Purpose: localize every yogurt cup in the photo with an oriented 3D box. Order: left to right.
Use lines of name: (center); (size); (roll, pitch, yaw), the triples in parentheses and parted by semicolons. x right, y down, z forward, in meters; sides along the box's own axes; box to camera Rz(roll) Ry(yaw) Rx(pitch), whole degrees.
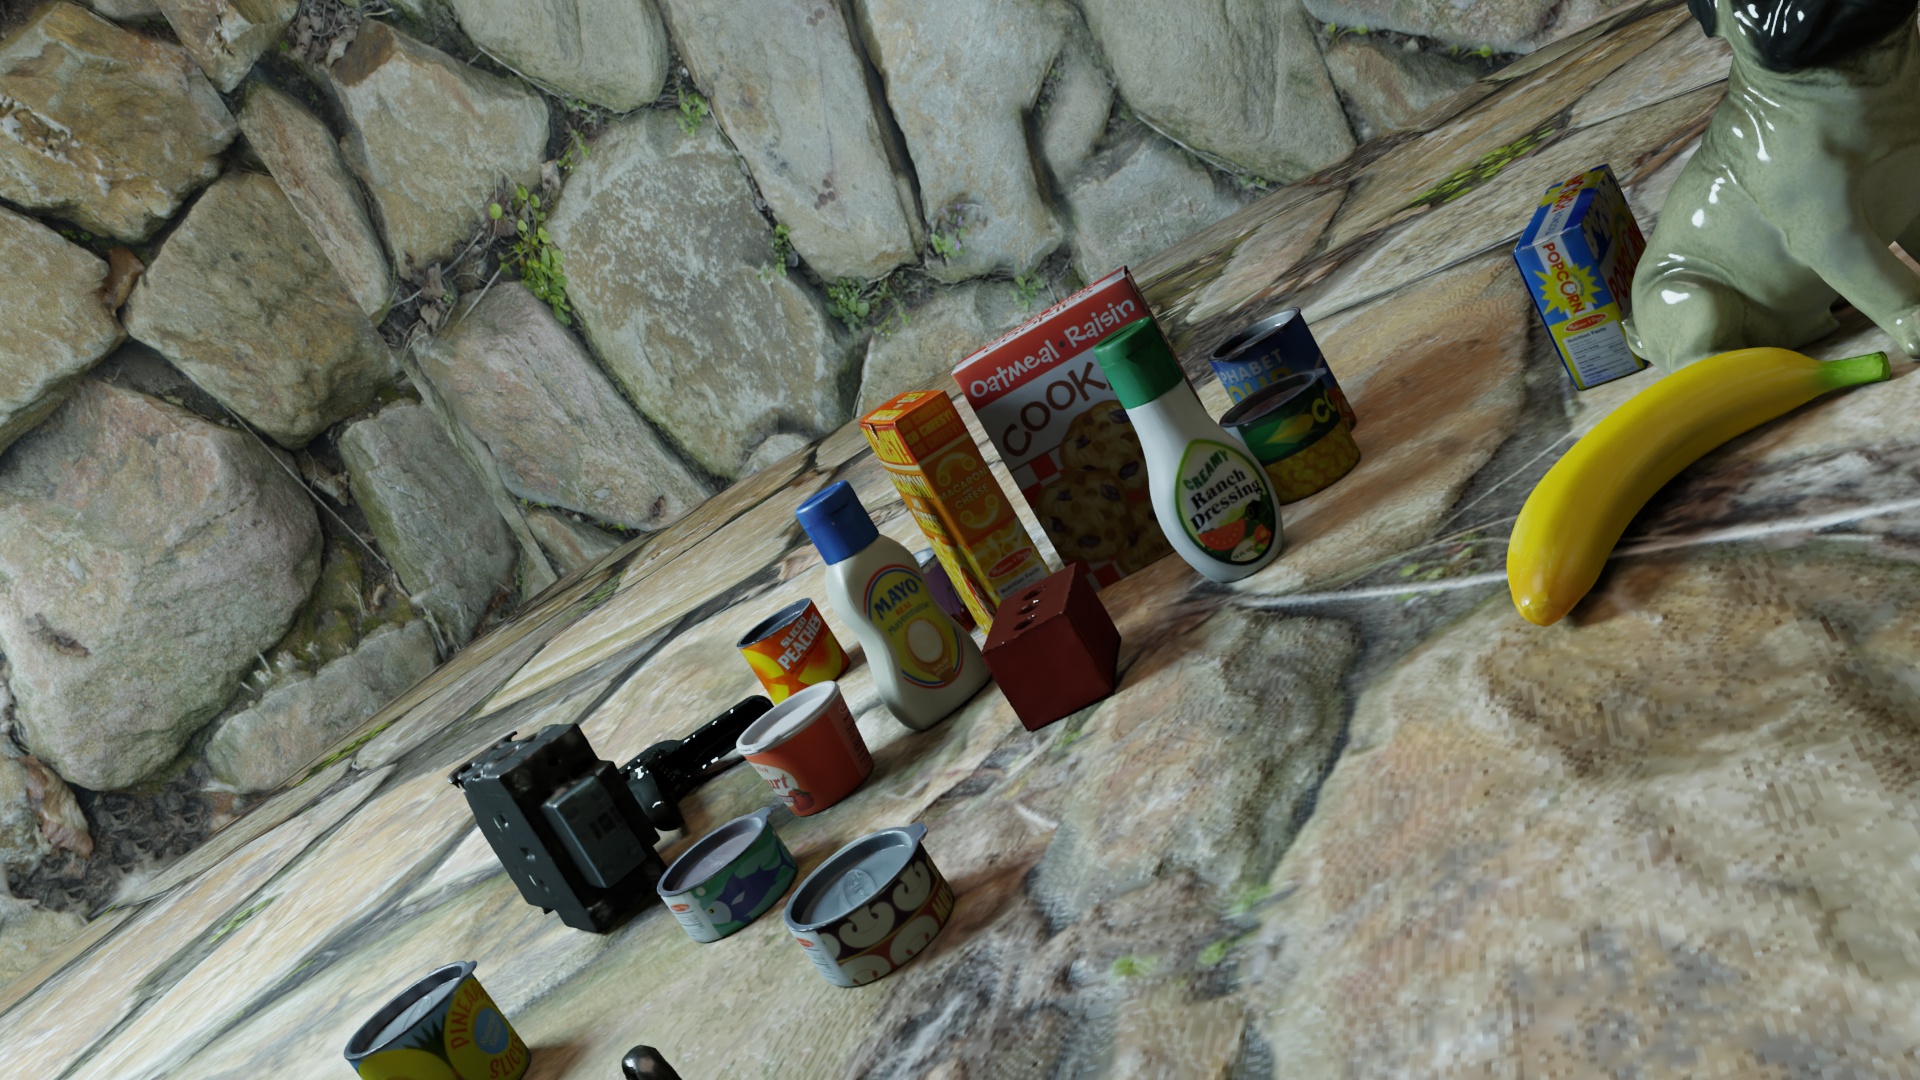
yogurt cup: (-0.087, 0.121, 0.801); (0.072, 0.054, 0.072); (-30, 11, 7)

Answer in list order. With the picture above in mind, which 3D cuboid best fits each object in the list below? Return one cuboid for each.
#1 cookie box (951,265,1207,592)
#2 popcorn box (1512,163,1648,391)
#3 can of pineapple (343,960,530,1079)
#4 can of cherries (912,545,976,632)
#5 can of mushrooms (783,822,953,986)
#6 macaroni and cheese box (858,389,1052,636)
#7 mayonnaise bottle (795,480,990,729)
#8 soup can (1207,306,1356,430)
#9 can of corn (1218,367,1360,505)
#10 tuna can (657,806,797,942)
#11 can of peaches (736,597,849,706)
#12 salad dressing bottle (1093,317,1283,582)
cookie box: (0.089, -0.066, 0.865); (0.123, 0.167, 0.040); (-28, 11, 14)
popcorn box: (0.345, -0.146, 0.758); (0.038, 0.085, 0.127); (-22, 14, 39)
can of pineapple: (-0.251, 0.248, 0.673); (0.071, 0.057, 0.071); (-30, 11, 7)
can of cherries: (-0.027, 0.044, 0.966); (0.071, 0.058, 0.071); (-30, 11, 7)
can of mushrooms: (-0.036, 0.153, 0.589); (0.071, 0.033, 0.071); (-30, 11, 7)
macaroni and cheese box: (0.003, -0.011, 0.850); (0.040, 0.166, 0.124); (-33, 11, -9)
mayonnaise bottle: (-0.044, 0.036, 0.818); (0.065, 0.148, 0.041); (-36, 12, -24)
soup can: (0.209, -0.098, 0.906); (0.071, 0.083, 0.071); (-30, 11, 7)
can of corn: (0.201, -0.063, 0.839); (0.071, 0.058, 0.071); (-30, 11, 7)
tuna can: (-0.118, 0.172, 0.718); (0.071, 0.032, 0.071); (-30, 11, 7)
can of peaches: (-0.124, 0.085, 1.043); (0.071, 0.058, 0.071); (-30, 11, 7)
salad dressing bottle: (0.122, -0.049, 0.756); (0.064, 0.147, 0.044); (-32, 11, -6)
